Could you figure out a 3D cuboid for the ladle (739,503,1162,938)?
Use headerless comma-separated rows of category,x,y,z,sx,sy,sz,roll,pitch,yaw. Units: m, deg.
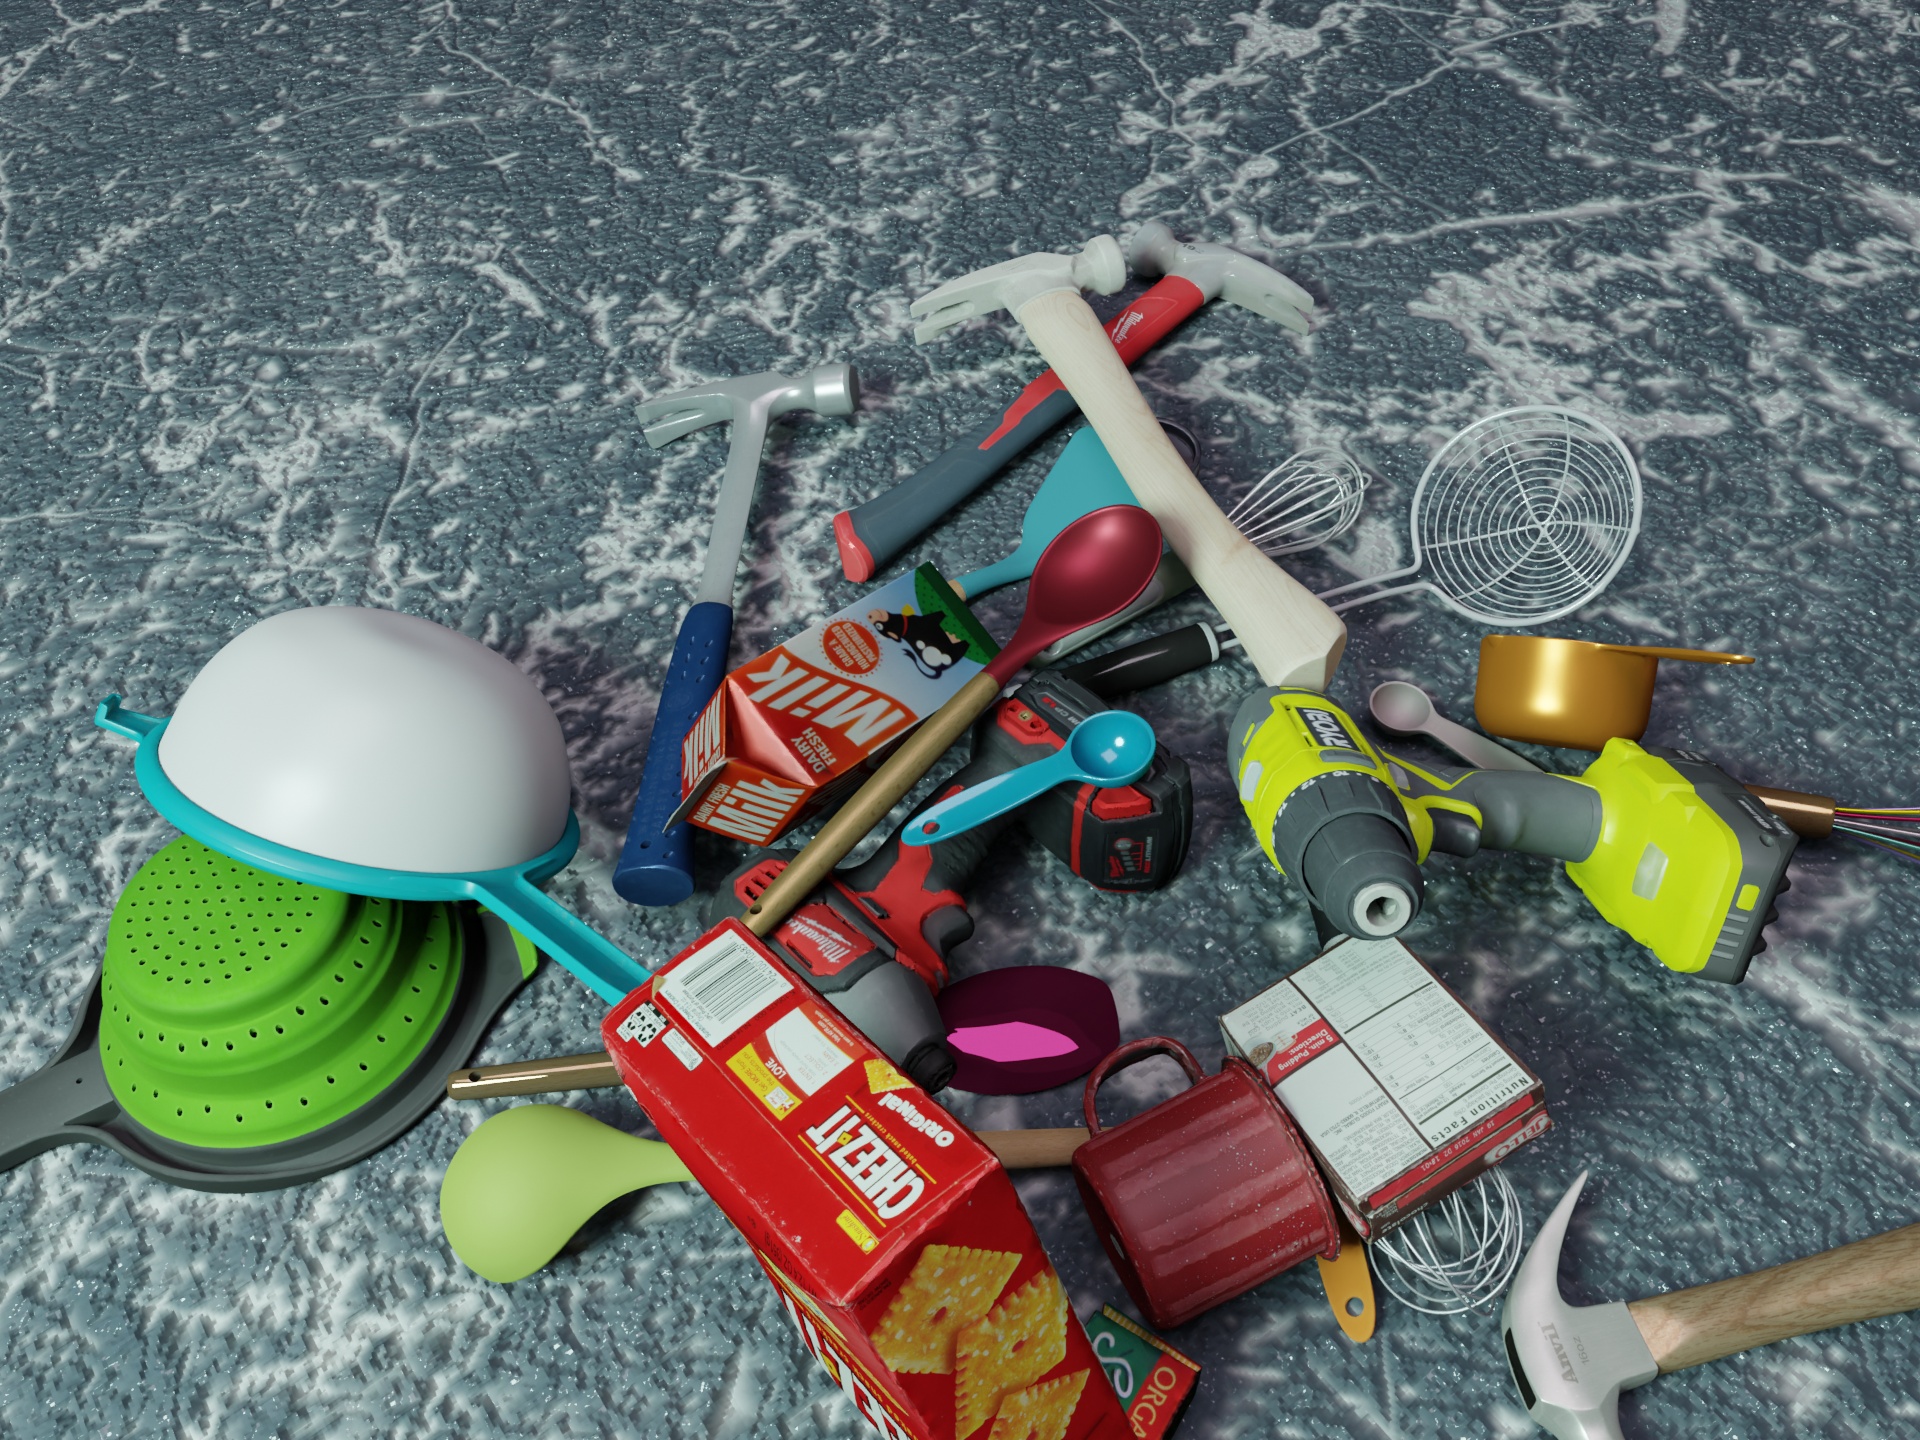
ladle,-0.001,-0.002,0.776,0.069,0.031,0.315,20,54,38

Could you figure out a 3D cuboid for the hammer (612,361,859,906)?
hammer,-0.148,-0.069,0.921,0.144,0.035,0.406,-5,48,10

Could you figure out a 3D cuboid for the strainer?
strainer,-0.235,0.025,0.748,0.341,0.095,0.211,28,17,33

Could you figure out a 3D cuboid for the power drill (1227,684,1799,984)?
power drill,0.244,0.054,0.720,0.228,0.080,0.191,9,20,-5

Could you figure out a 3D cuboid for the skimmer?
skimmer,0.197,-0.075,0.884,0.363,0.090,0.127,-18,69,-10

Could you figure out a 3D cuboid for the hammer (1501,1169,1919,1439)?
hammer,0.384,0.226,0.659,0.331,0.031,0.130,-12,51,-7

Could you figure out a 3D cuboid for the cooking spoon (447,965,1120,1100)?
cooking spoon,-0.083,0.157,0.757,0.319,0.017,0.069,-6,50,-2

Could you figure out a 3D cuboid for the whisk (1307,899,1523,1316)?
whisk,0.189,0.136,0.734,0.070,0.070,0.285,-7,46,-2

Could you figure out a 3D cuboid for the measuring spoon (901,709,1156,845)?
measuring spoon,0.033,0.035,0.751,0.128,0.021,0.042,-24,49,-4

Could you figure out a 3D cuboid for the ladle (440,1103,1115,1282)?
ladle,-0.069,0.202,0.712,0.320,0.062,0.078,-1,46,-6

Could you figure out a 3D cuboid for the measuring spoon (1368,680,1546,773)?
measuring spoon,0.274,0.020,0.853,0.124,0.018,0.034,33,59,19

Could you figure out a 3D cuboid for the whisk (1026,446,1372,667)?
whisk,0.139,-0.094,0.935,0.246,0.057,0.059,-29,19,-14

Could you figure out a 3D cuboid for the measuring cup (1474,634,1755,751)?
measuring cup,0.323,-0.010,0.786,0.095,0.174,0.052,9,91,-15

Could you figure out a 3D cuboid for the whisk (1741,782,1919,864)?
whisk,0.459,0.049,0.795,0.245,0.047,0.051,10,53,16

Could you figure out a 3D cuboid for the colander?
colander,-0.404,0.146,0.738,0.397,0.094,0.205,-26,53,-17

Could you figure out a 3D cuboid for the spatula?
spatula,-0.024,-0.073,0.929,0.317,0.044,0.082,-30,50,-19

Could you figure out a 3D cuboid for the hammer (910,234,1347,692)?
hammer,0.097,-0.156,0.932,0.146,0.038,0.411,-19,48,-7

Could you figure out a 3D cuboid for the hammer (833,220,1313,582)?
hammer,0.070,-0.203,1.035,0.143,0.038,0.386,33,59,25

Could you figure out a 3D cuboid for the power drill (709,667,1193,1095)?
power drill,0.004,0.079,0.767,0.219,0.078,0.143,-34,54,-26

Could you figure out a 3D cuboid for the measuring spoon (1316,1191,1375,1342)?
measuring spoon,0.163,0.214,0.698,0.021,0.011,0.117,-24,50,20
